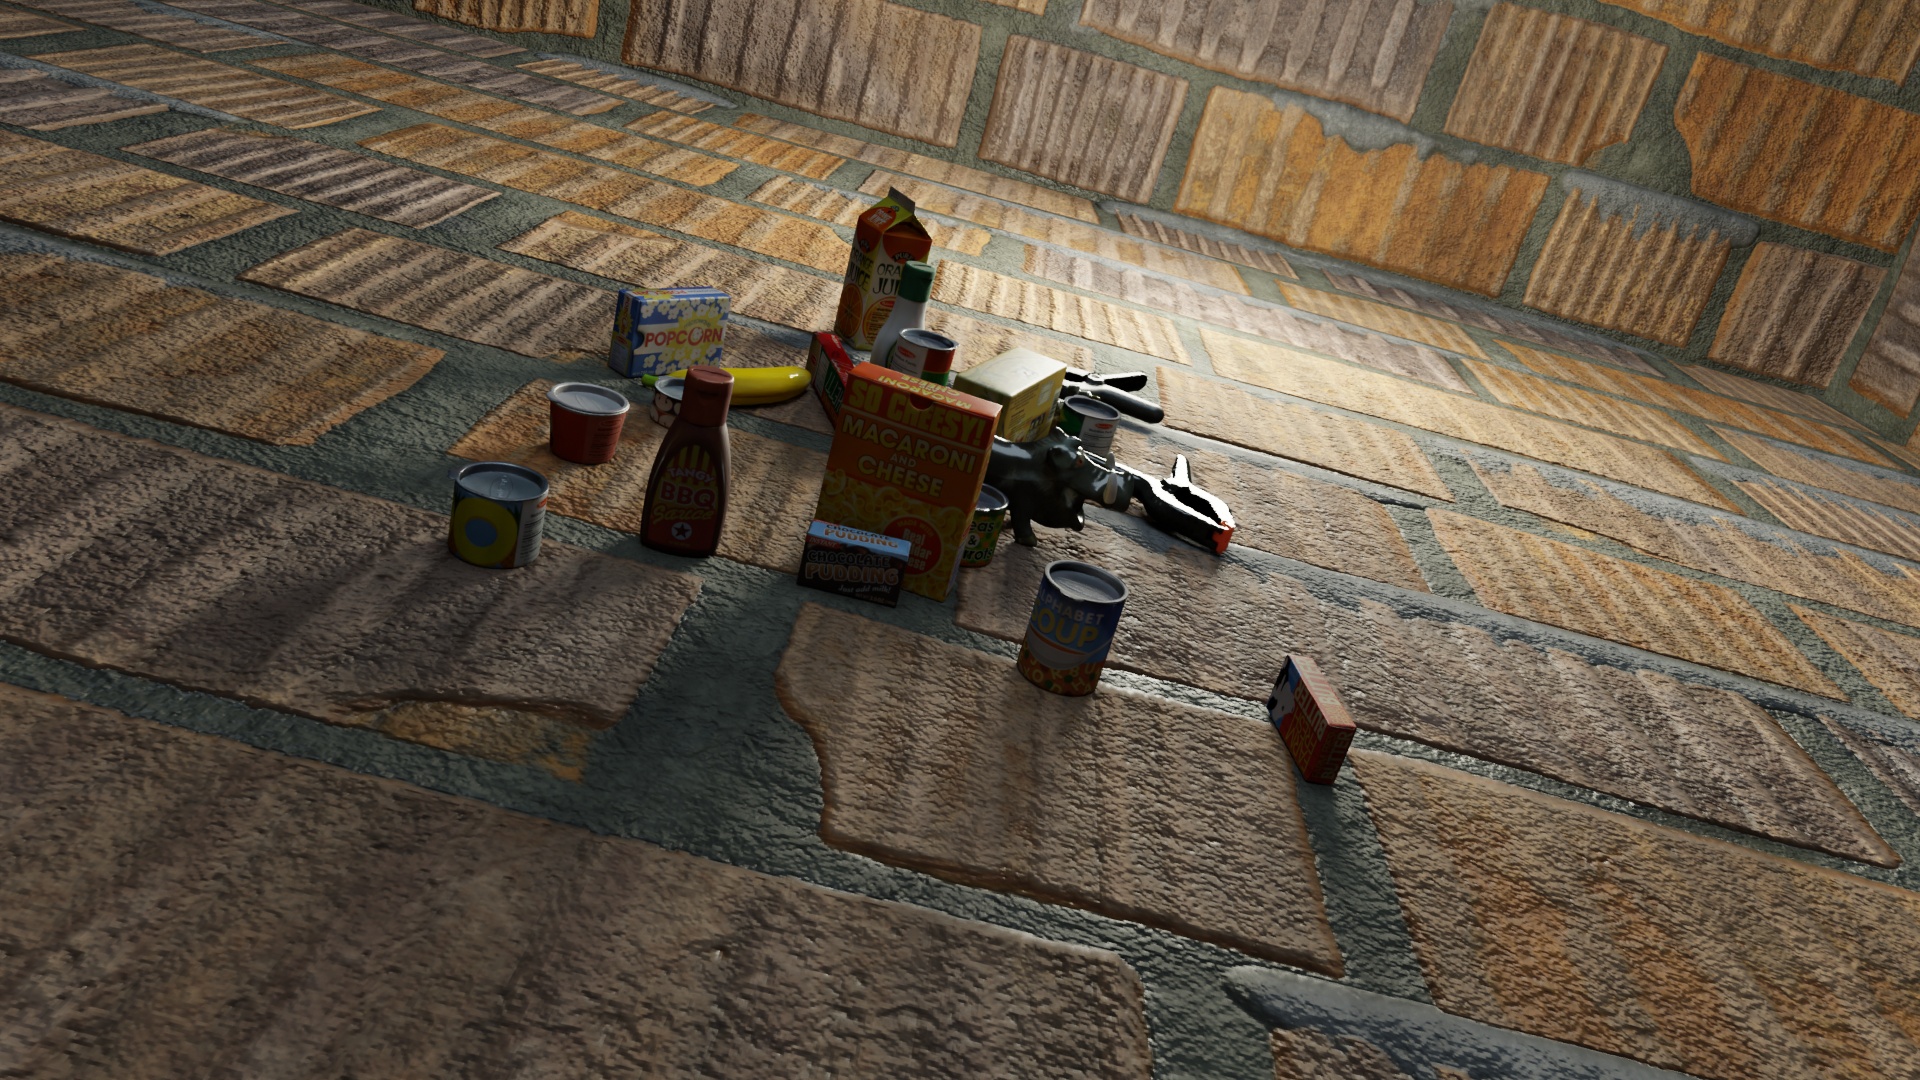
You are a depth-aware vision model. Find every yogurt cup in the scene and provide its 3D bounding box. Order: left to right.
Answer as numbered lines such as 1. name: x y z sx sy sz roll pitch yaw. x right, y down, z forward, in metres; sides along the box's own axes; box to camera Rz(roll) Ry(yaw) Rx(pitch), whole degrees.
1. yogurt cup: -0.329 -0.102 1.220 0.072 0.053 0.073 13 23 -6

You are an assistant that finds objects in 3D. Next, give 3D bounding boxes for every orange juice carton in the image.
1. orange juice carton: -0.093 -0.335 1.717 0.073 0.191 0.072 1 27 -31

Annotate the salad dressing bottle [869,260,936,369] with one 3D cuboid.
1. salad dressing bottle: -0.063 -0.244 1.587 0.064 0.147 0.044 -3 29 -38

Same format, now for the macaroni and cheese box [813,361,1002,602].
1. macaroni and cheese box: -0.047 -0.047 1.129 0.124 0.165 0.040 18 23 6

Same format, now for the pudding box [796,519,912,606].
1. pudding box: -0.085 0.017 1.109 0.084 0.049 0.030 14 23 -4

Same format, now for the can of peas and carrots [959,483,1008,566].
1. can of peas and carrots: 0.004 -0.015 1.227 0.071 0.058 0.071 13 23 -6

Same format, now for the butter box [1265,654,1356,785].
1. butter box: 0.266 0.135 1.058 0.024 0.053 0.104 11 23 -11

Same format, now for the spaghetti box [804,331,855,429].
1. spaghetti box: -0.126 -0.158 1.477 0.029 0.050 0.251 6 25 -21

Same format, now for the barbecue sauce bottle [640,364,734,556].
1. barbecue sauce bottle: -0.208 -0.062 1.086 0.065 0.148 0.044 11 23 -11

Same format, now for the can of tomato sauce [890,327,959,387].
1. can of tomato sauce: -0.044 -0.187 1.552 0.071 0.082 0.071 13 23 -6

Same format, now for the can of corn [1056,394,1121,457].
1. can of corn: 0.139 -0.123 1.555 0.071 0.058 0.071 13 23 -6

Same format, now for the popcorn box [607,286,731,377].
1. popcorn box: -0.305 -0.221 1.464 0.038 0.085 0.127 30 27 31

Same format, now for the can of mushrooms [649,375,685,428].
1. can of mushrooms: -0.269 -0.133 1.353 0.071 0.033 0.071 13 23 -6

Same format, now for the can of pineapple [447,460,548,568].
1. can of pineapple: -0.342 -0.020 1.021 0.071 0.057 0.071 13 23 -6

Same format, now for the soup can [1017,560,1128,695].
1. soup can: 0.083 0.067 1.058 0.071 0.083 0.071 13 23 -6
